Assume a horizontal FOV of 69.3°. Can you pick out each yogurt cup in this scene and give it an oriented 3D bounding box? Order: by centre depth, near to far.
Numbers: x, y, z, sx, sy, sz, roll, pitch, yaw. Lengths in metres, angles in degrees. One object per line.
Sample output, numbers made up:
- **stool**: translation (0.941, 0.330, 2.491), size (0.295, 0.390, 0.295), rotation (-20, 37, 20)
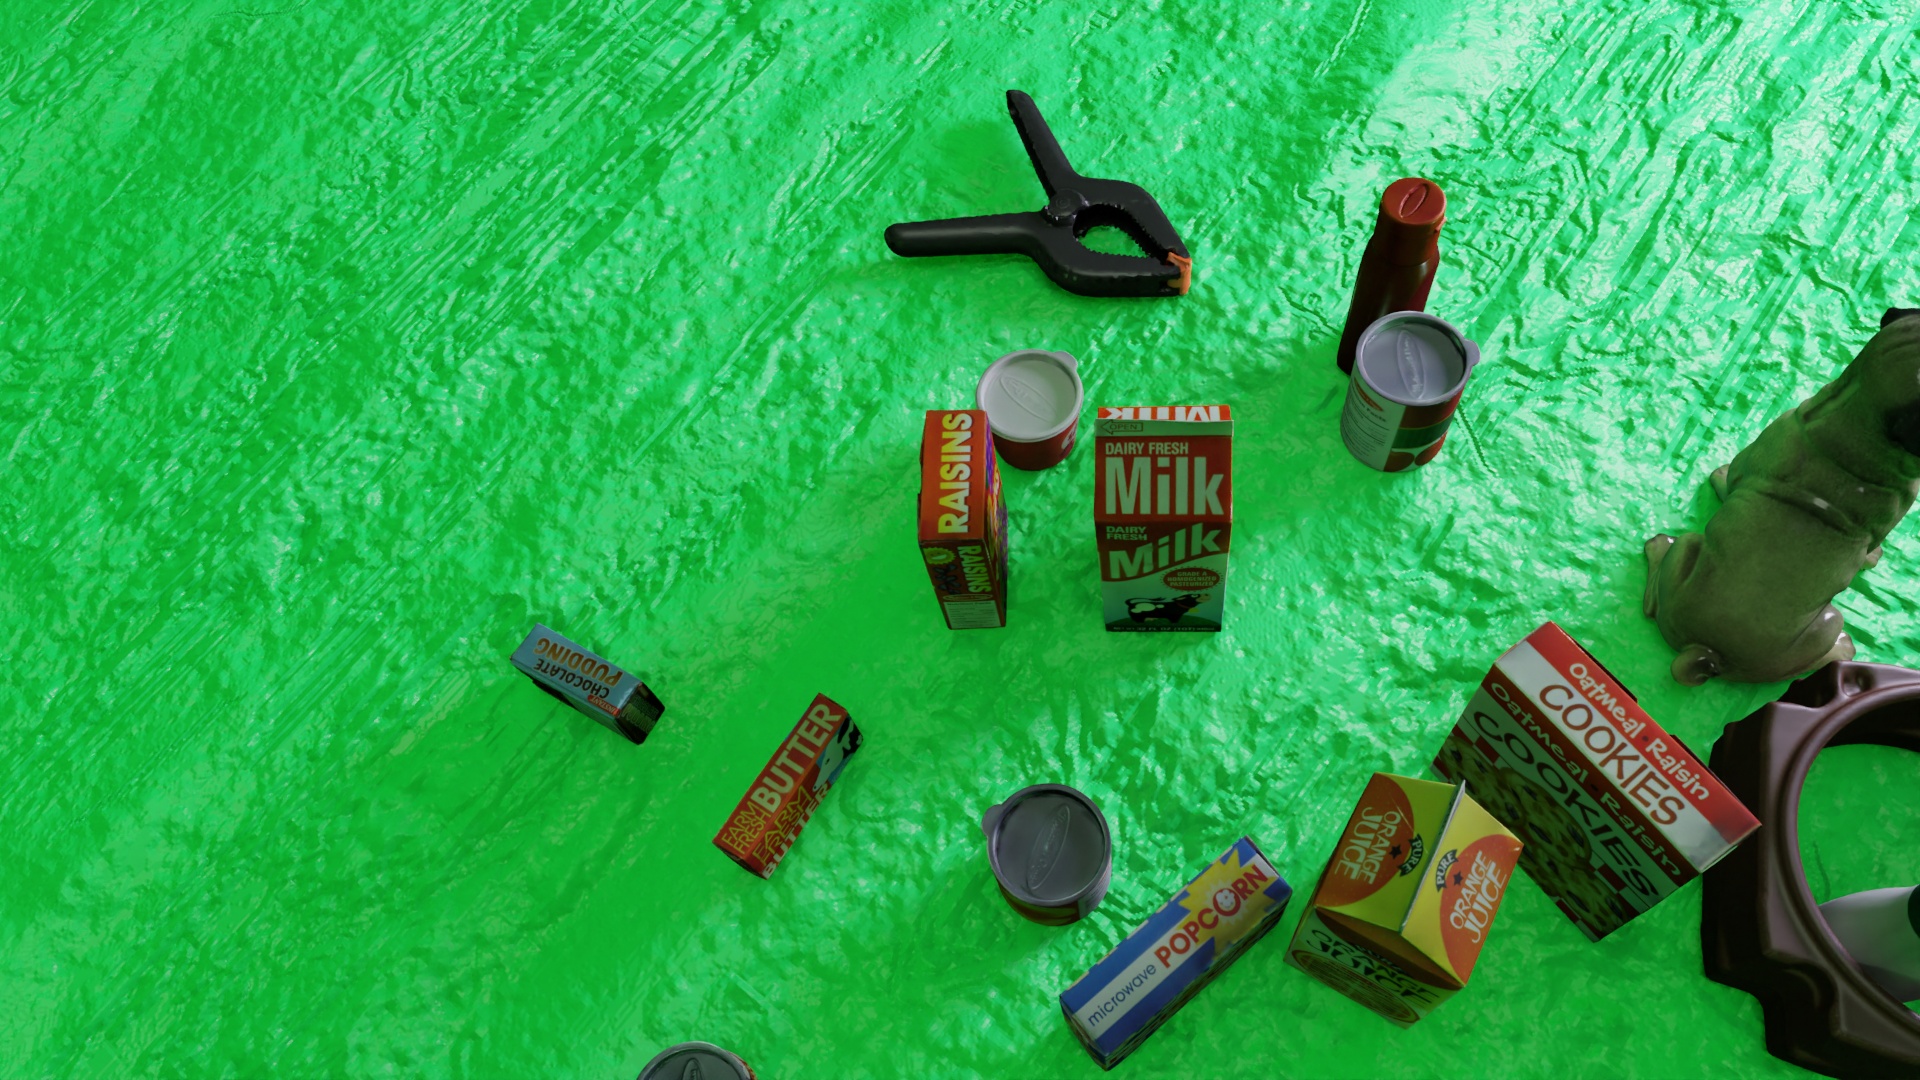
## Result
- **yogurt cup**: translation (0.046, -0.081, 0.890), size (0.072, 0.053, 0.072), rotation (-3, 63, 6)

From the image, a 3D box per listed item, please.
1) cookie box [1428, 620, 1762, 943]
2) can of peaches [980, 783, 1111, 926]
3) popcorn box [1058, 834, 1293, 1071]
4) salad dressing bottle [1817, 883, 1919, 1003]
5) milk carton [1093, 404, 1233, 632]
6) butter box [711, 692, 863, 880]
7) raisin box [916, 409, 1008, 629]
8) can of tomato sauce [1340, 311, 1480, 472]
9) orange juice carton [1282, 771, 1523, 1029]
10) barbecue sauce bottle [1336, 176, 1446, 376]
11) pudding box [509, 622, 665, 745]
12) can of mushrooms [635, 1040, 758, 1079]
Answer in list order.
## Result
- **cookie box**: translation (0.305, 0.124, 0.689), size (0.040, 0.166, 0.123), rotation (-35, 64, -10)
- **can of peaches**: translation (0.048, 0.172, 0.759), size (0.071, 0.058, 0.071), rotation (-3, 63, 6)
- **popcorn box**: translation (0.110, 0.214, 0.714), size (0.127, 0.085, 0.038), rotation (-37, 65, -12)
- **salad dressing bottle**: translation (0.446, 0.185, 0.651), size (0.064, 0.147, 0.044), rotation (14, 66, 14)
- **milk carton**: translation (0.113, -0.018, 0.773), size (0.072, 0.189, 0.074), rotation (0, 64, 8)
- **butter box**: translation (-0.097, 0.142, 0.796), size (0.024, 0.053, 0.104), rotation (28, 70, 20)
- **raisin box**: translation (0.003, -0.010, 0.821), size (0.040, 0.123, 0.086), rotation (-1, 63, 7)
- **can of tomato sauce**: translation (0.272, -0.090, 0.849), size (0.071, 0.082, 0.071), rotation (-3, 63, 6)
- **orange juice carton**: translation (0.209, 0.172, 0.663), size (0.073, 0.192, 0.072), rotation (26, 70, 19)
- **barbecue sauce bottle**: translation (0.265, -0.159, 0.849), size (0.044, 0.148, 0.065), rotation (32, 72, 21)
- **pudding box**: translation (-0.226, 0.087, 0.842), size (0.084, 0.049, 0.030), rotation (25, 69, 18)
- **can of mushrooms**: translation (-0.136, 0.300, 0.731), size (0.071, 0.033, 0.071), rotation (-3, 63, 6)
